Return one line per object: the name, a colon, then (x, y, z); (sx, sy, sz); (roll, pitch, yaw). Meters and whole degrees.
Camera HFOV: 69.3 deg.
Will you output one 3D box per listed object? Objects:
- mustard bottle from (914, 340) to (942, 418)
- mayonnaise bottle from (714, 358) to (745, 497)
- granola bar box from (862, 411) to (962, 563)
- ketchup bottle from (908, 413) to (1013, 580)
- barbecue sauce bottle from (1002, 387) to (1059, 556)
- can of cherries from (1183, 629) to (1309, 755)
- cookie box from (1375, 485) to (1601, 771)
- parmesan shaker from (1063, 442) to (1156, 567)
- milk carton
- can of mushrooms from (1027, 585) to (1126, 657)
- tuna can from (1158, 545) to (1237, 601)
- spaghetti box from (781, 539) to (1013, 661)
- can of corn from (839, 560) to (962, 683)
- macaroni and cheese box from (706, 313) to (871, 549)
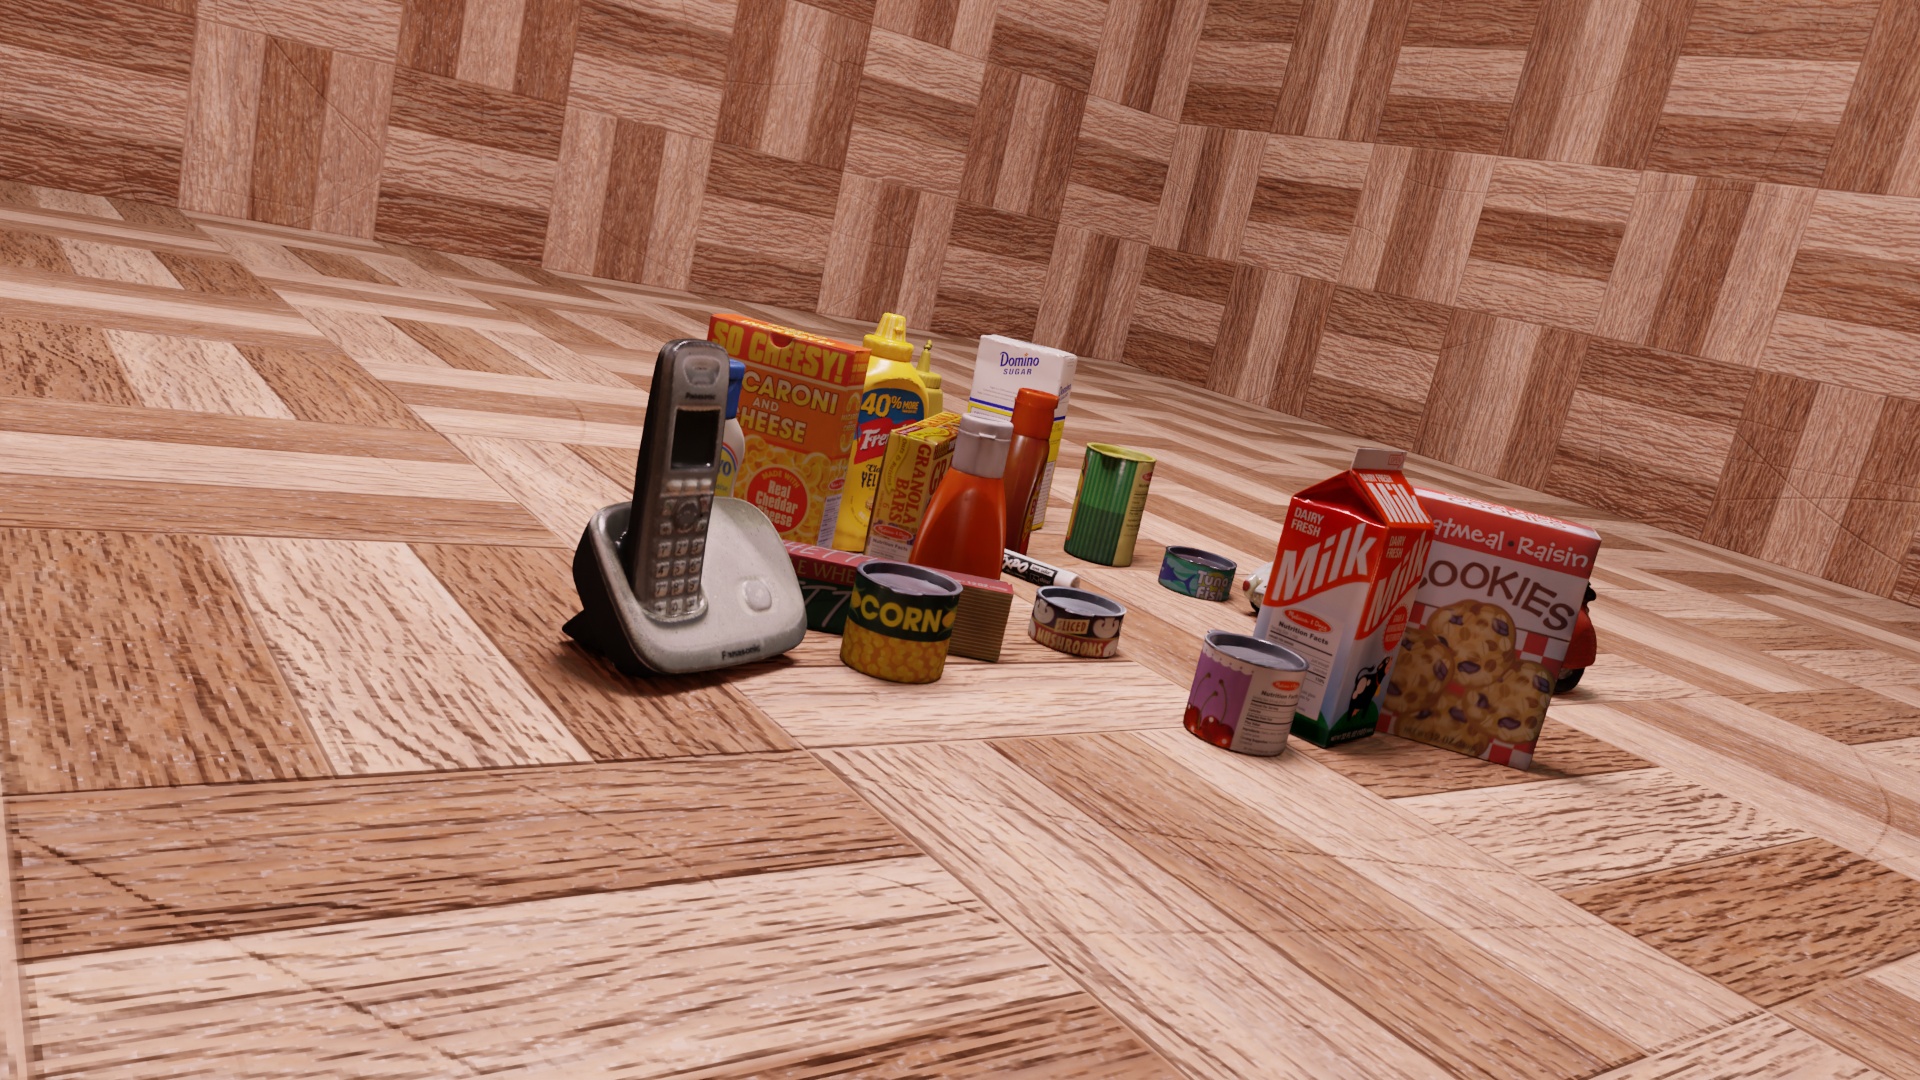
mustard bottle: (-0.048, -0.114, 1.334); (0.065, 0.159, 0.049); (7, 13, -26)
mayonnaise bottle: (-0.180, -0.053, 0.961); (0.065, 0.147, 0.041); (4, 14, -35)
granola bar box: (-0.029, -0.028, 1.057); (0.039, 0.124, 0.166); (15, 12, 10)
ketchup bottle: (0.003, -0.012, 0.960); (0.065, 0.148, 0.043); (11, 12, -6)
barbecue sauce bottle: (0.051, -0.057, 1.206); (0.044, 0.148, 0.065); (13, 12, 3)
can of cherries: (0.176, 0.094, 0.869); (0.071, 0.058, 0.071); (12, 12, -3)
cookie box: (0.346, 0.058, 0.946); (0.123, 0.167, 0.040); (15, 12, 10)
parmesan shaker: (0.137, -0.033, 1.292); (0.071, 0.102, 0.071); (12, 12, -3)
milk carton: (0.251, 0.032, 0.914); (0.073, 0.190, 0.072); (23, 15, 40)
can of mushrooms: (0.083, 0.058, 0.994); (0.071, 0.033, 0.071); (12, 12, -3)
tuna can: (0.215, 0.030, 1.251); (0.071, 0.032, 0.071); (12, 12, -3)
spaghetti box: (-0.091, 0.031, 0.903); (0.250, 0.050, 0.029); (11, 12, -8)
can of corn: (-0.037, 0.050, 0.853); (0.071, 0.058, 0.071); (12, 12, -3)
macaroni and cheese box: (-0.146, -0.080, 1.072); (0.124, 0.166, 0.040); (16, 12, 15)
